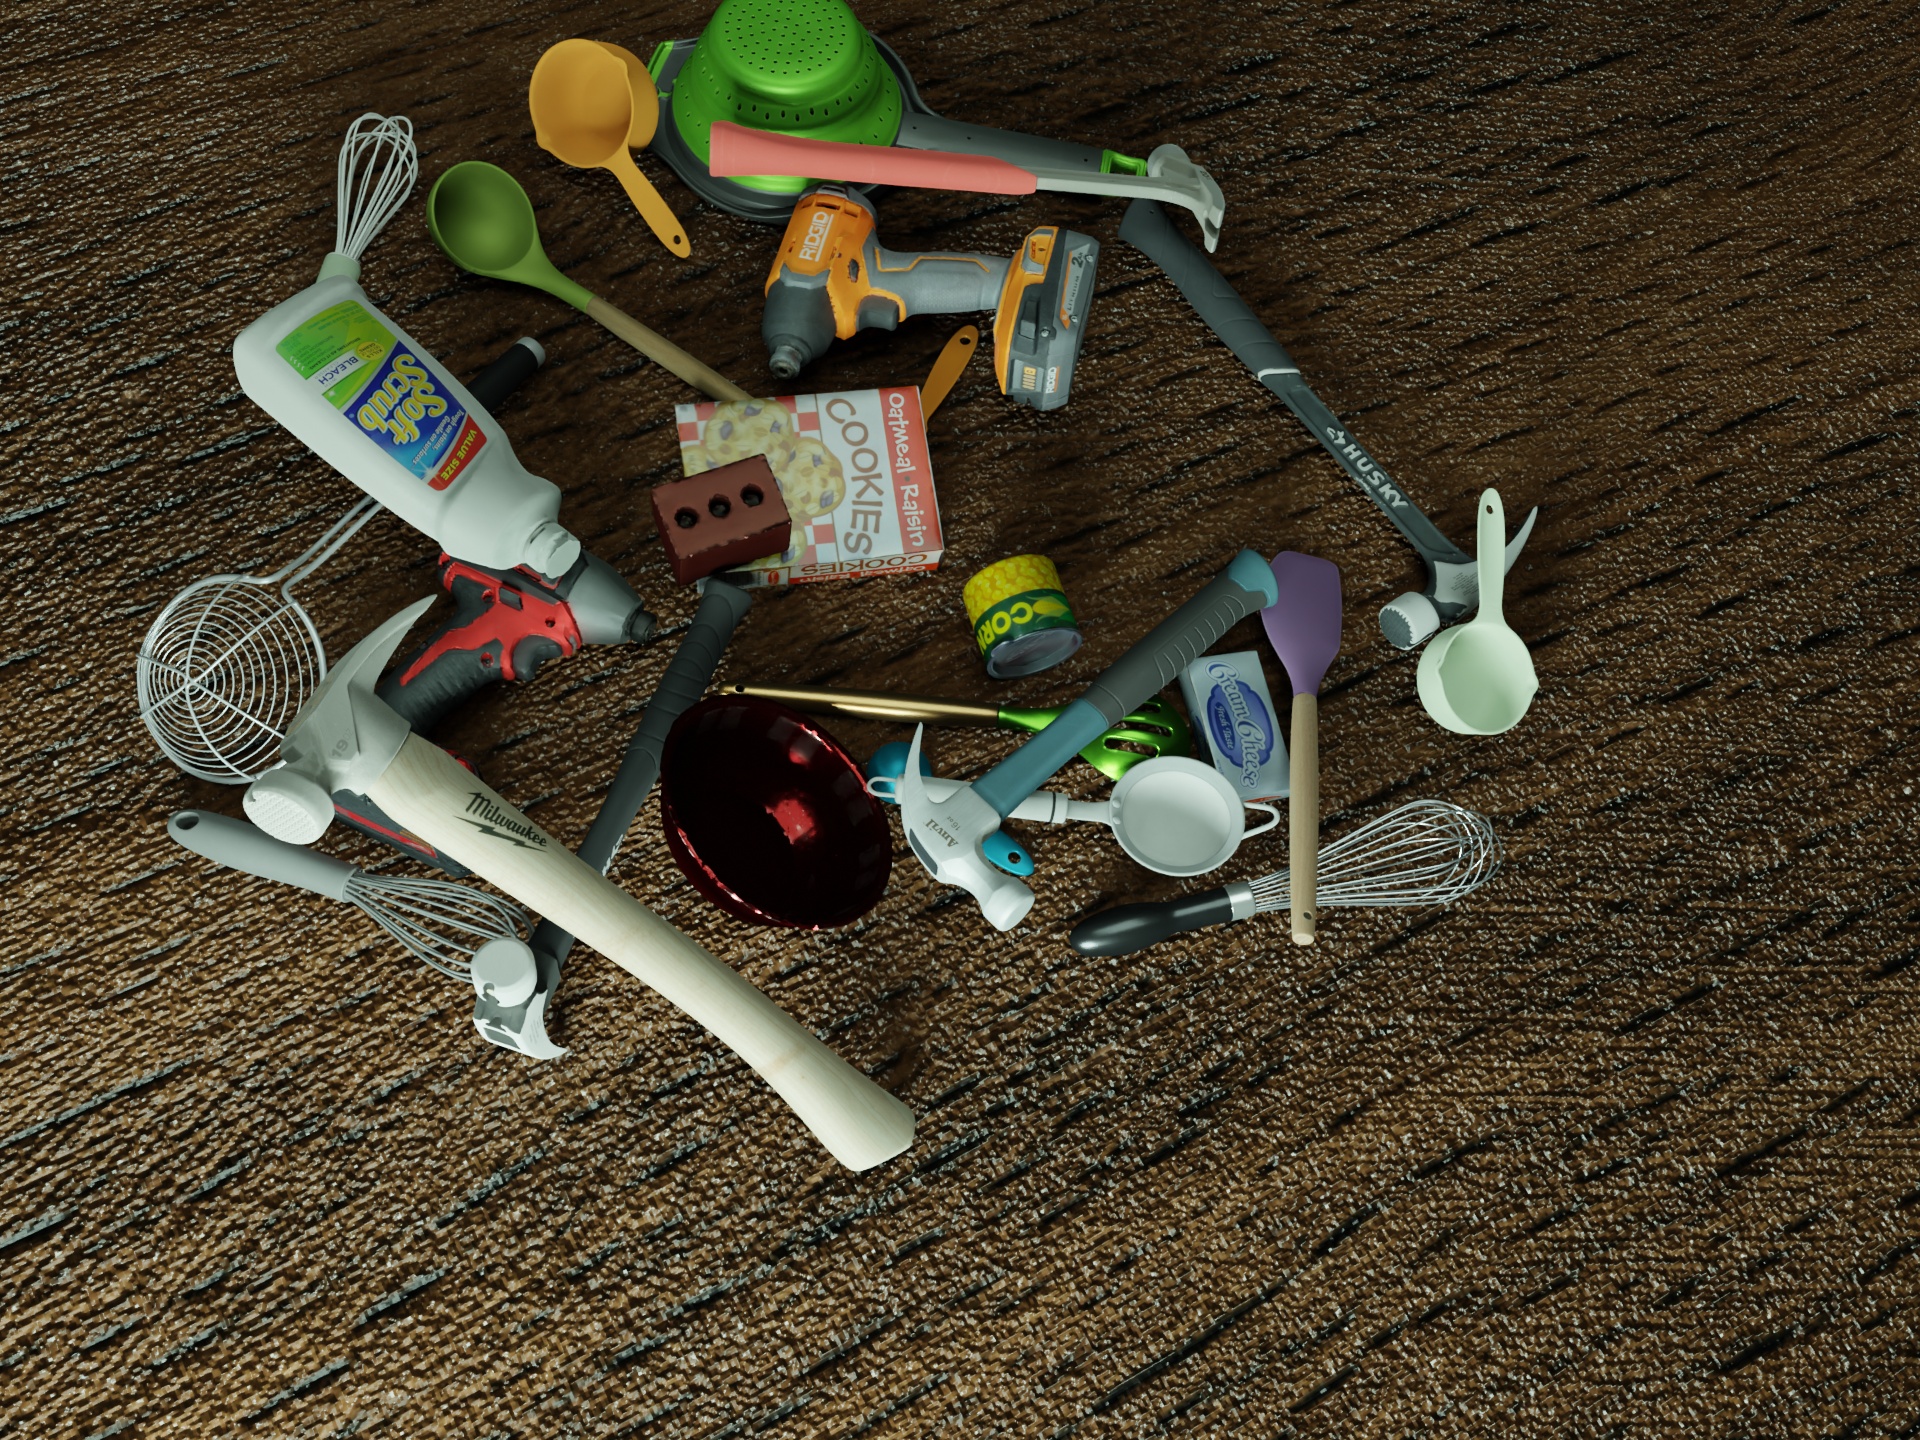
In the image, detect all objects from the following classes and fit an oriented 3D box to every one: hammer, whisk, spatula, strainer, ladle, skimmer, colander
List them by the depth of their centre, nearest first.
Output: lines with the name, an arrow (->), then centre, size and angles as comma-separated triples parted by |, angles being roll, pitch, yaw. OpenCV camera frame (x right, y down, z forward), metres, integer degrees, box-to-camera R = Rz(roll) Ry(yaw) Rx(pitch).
hammer -> -0.169, 0.109, 0.847 | 0.410, 0.038, 0.146 | 43, 42, -26
whisk -> -0.364, 0.100, 0.944 | 0.239, 0.055, 0.055 | 19, 66, 7
hammer -> -0.199, 0.046, 0.952 | 0.035, 0.146, 0.335 | 19, 56, 3
whisk -> 0.206, 0.106, 1.000 | 0.284, 0.070, 0.070 | -13, 69, -7
strainer -> 0.069, 0.056, 1.005 | 0.258, 0.050, 0.087 | 7, 56, -5
hammer -> 0.093, -0.010, 1.011 | 0.128, 0.033, 0.331 | 41, 61, 19
spatula -> 0.221, 0.006, 1.033 | 0.059, 0.018, 0.316 | 13, 52, -4
skimmer -> -0.387, -0.118, 1.043 | 0.127, 0.090, 0.363 | 26, 56, 10
ladle -> -0.239, -0.286, 1.120 | 0.320, 0.062, 0.078 | 34, 66, 6
whisk -> -0.435, -0.330, 1.125 | 0.059, 0.057, 0.246 | -3, 65, 30
hammer -> 0.004, -0.385, 1.126 | 0.359, 0.036, 0.149 | 2, 36, -8
hammer -> 0.251, -0.242, 1.167 | 0.149, 0.036, 0.409 | -31, 73, -19
colander -> -0.050, -0.468, 1.193 | 0.397, 0.094, 0.205 | 11, 66, 0

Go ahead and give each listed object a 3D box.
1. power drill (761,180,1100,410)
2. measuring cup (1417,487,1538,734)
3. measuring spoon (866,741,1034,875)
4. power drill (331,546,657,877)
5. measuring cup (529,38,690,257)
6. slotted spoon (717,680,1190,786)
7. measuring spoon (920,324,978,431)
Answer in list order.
power drill -> -0.026, -0.291, 1.126 | 0.226, 0.084, 0.164 | 12, 60, 4
measuring cup -> 0.347, -0.072, 1.077 | 0.083, 0.038, 0.168 | 7, 83, -20
measuring spoon -> -0.004, 0.056, 1.013 | 0.129, 0.021, 0.042 | 36, 68, 11
power drill -> -0.294, -0.023, 0.989 | 0.143, 0.078, 0.220 | 24, 63, 4
measuring cup -> -0.243, -0.420, 1.177 | 0.173, 0.095, 0.052 | 55, 28, -7
slotted spoon -> -0.002, -0.003, 1.039 | 0.313, 0.031, 0.070 | 6, 68, -2
measuring spoon -> -0.014, -0.244, 1.153 | 0.021, 0.011, 0.117 | 23, 62, 6
